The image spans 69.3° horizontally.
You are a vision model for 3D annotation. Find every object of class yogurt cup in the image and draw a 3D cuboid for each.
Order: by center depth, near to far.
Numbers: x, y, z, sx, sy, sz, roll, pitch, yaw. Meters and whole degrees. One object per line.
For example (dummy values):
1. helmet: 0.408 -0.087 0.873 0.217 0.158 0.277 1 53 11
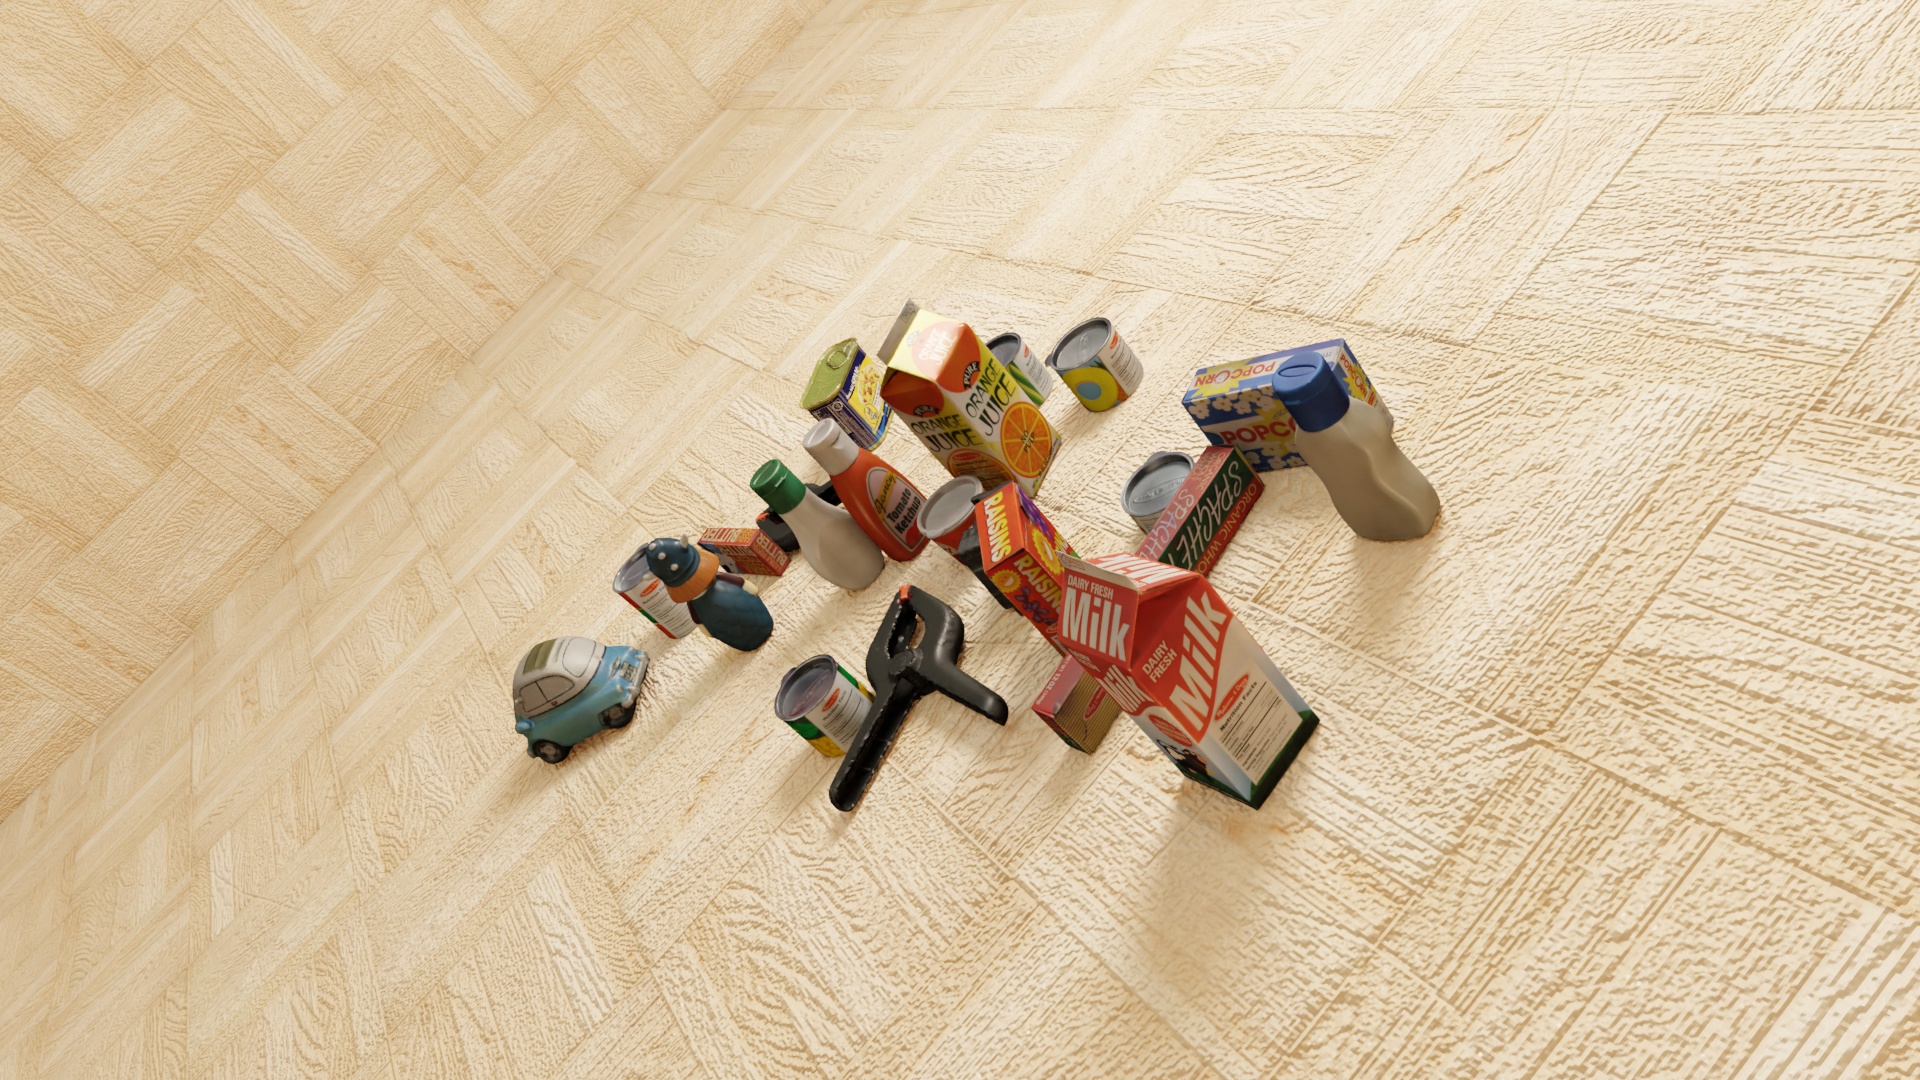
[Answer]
1. yogurt cup: 0.004 -0.015 1.213 0.072 0.054 0.073 -29 33 22

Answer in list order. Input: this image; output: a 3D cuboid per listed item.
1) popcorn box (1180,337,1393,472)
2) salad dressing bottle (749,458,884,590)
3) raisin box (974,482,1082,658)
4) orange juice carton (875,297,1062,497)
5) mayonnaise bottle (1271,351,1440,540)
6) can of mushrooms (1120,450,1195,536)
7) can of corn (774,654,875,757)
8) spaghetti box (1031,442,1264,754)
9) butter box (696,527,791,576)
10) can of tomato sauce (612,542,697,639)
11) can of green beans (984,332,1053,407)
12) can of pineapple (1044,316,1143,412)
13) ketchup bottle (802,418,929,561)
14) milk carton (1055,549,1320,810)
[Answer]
1. popcorn box: 0.239 -0.095 1.016 0.126 0.085 0.038 -8 45 44
2. salad dressing bottle: -0.132 -0.015 1.275 0.064 0.147 0.044 -51 32 -13
3. raisin box: 0.063 0.027 1.027 0.040 0.123 0.086 -32 33 18
4. orange juice carton: -0.001 -0.121 1.214 0.073 0.192 0.072 -7 46 44
5. mayonnaise bottle: 0.252 -0.059 0.896 0.064 0.147 0.041 1 52 49
6. can of mushrooms: 0.161 -0.036 1.081 0.071 0.033 0.071 -29 34 22
7. can of corn: -0.112 0.137 1.153 0.071 0.058 0.071 -29 33 22
8. spaghetti box: 0.139 0.038 0.999 0.028 0.050 0.251 10 58 53
9. butter box: -0.225 0.011 1.440 0.103 0.053 0.024 1 52 49
10. can of tomato sauce: -0.312 0.053 1.458 0.071 0.083 0.071 -29 33 22
11. can of green beans: 0.047 -0.157 1.335 0.071 0.057 0.071 -29 33 22
12. can of pineapple: 0.122 -0.158 1.252 0.071 0.057 0.071 -29 33 22
13. ketchup bottle: -0.084 -0.048 1.261 0.043 0.148 0.065 -3 49 47
14. milk carton: 0.128 0.072 0.832 0.073 0.190 0.072 -51 32 -13
